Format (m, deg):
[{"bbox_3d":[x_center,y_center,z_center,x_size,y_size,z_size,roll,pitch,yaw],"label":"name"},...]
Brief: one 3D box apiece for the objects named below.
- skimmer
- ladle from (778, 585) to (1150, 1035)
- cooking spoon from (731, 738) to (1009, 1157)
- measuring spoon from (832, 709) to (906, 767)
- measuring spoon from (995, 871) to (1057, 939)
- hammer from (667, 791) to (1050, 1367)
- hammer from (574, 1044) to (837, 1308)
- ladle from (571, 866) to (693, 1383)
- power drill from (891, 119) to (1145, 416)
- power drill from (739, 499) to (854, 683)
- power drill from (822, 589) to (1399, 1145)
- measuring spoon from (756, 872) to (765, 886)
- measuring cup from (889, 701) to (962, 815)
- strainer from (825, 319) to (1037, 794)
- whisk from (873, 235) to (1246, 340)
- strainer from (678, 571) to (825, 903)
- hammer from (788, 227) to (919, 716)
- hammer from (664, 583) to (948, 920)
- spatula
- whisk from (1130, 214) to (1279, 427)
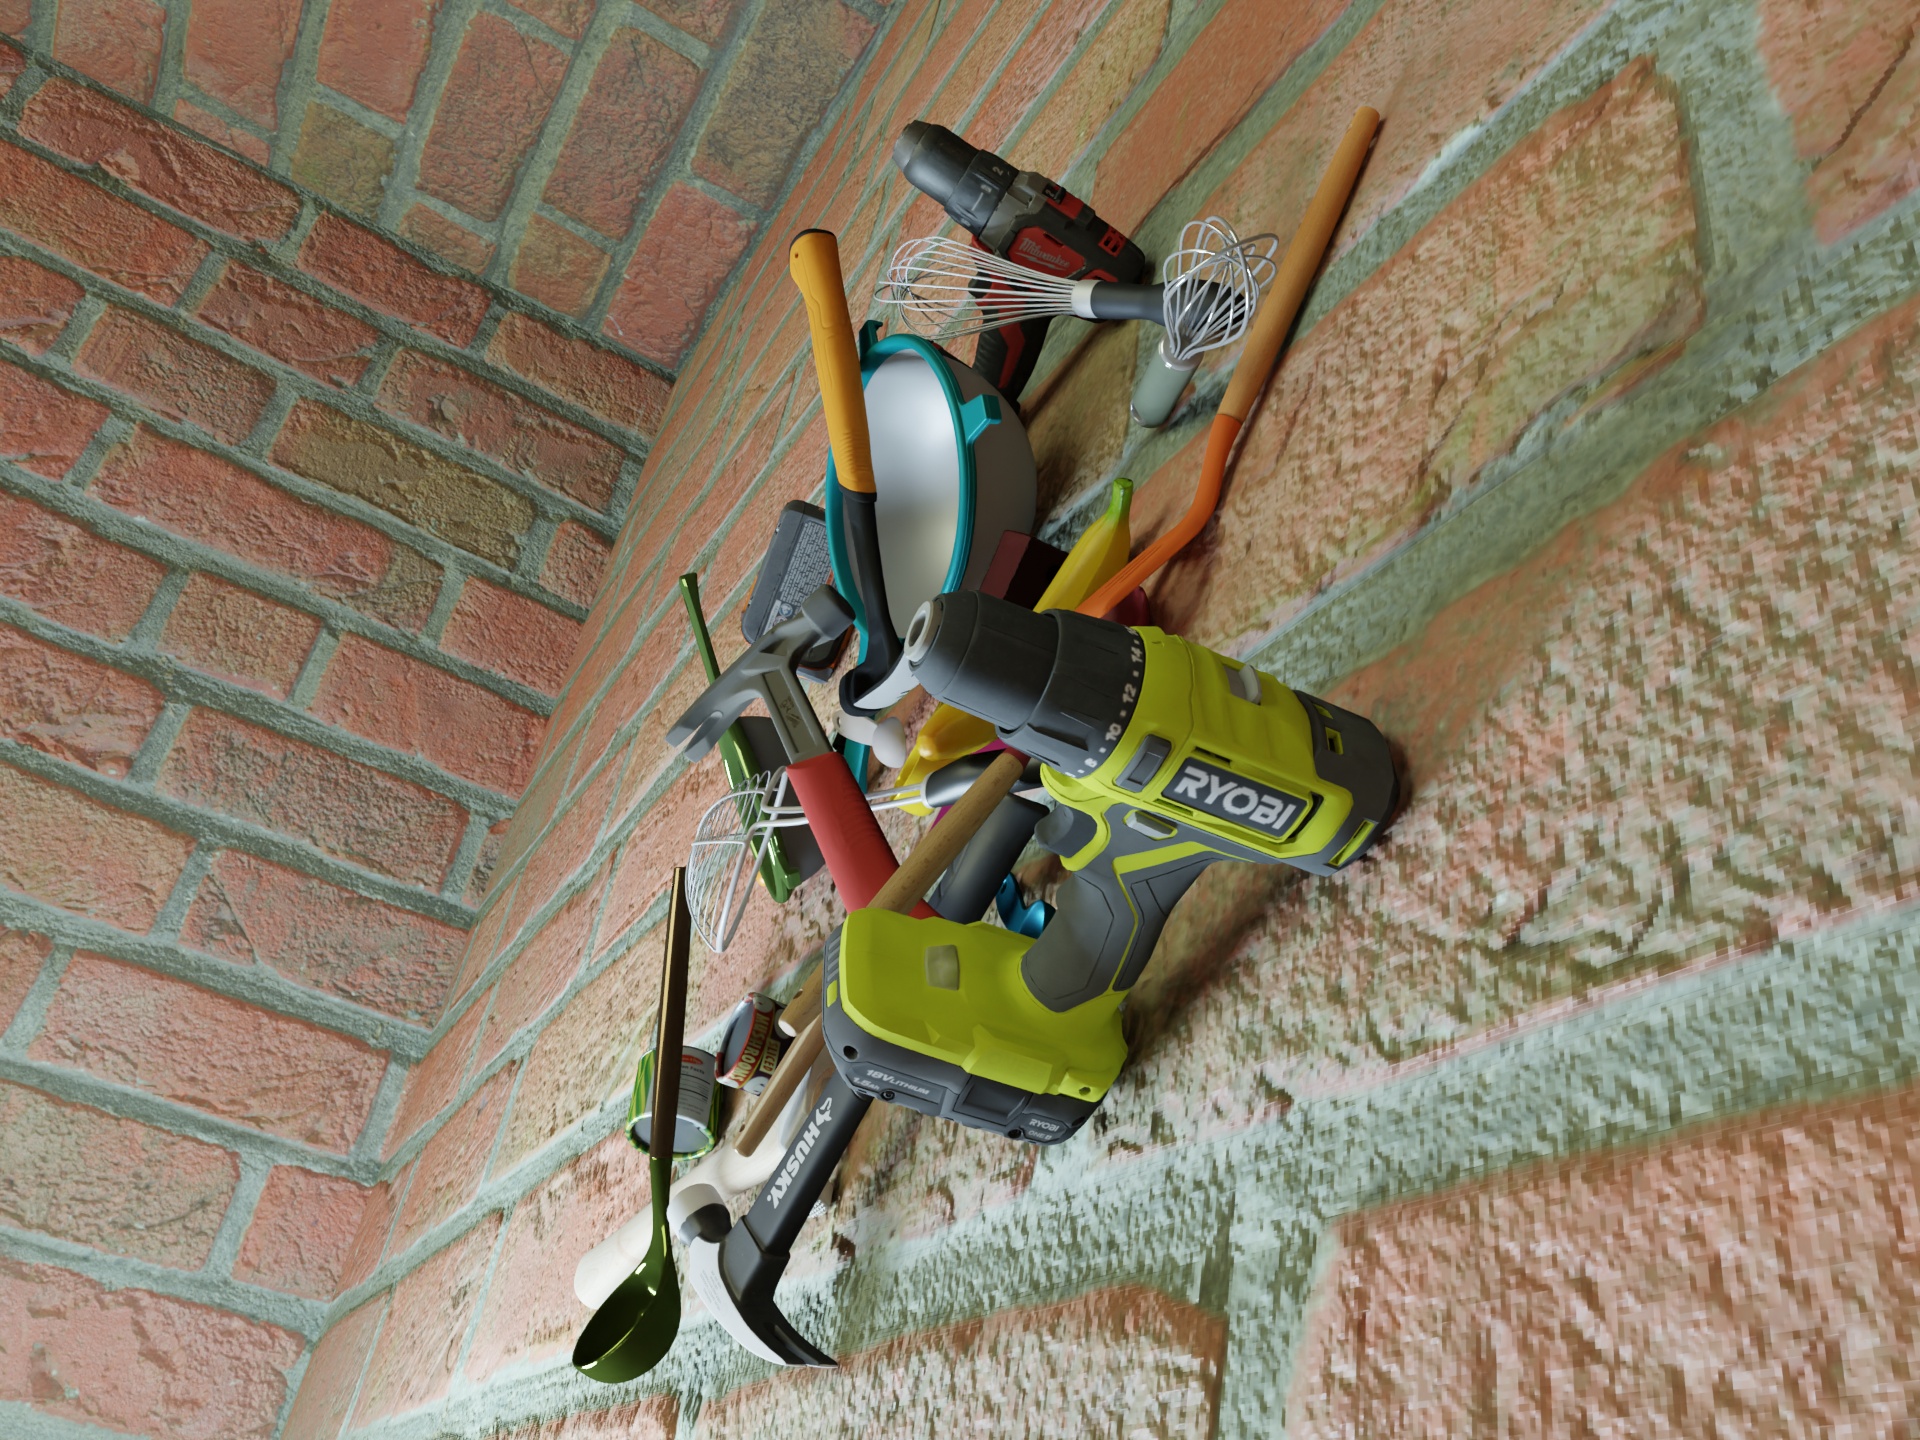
[{"bbox_3d":[-0.042,0.065,0.951,0.363,0.090,0.127,-14,46,41],"label":"skimmer"},{"bbox_3d":[0.011,0.037,0.783,0.315,0.031,0.069,-48,13,-34],"label":"ladle"},{"bbox_3d":[-0.044,0.118,0.942,0.319,0.017,0.069,-58,20,-6],"label":"cooking spoon"},{"bbox_3d":[-0.069,0.009,1.094,0.124,0.018,0.034,17,111,62],"label":"measuring spoon"},{"bbox_3d":[0.037,0.103,0.825,0.129,0.021,0.042,-120,51,-77],"label":"measuring spoon"},{"bbox_3d":[-0.046,0.182,0.841,0.146,0.035,0.334,41,104,49],"label":"hammer"},{"bbox_3d":[-0.177,0.314,1.085,0.410,0.038,0.146,-45,27,45],"label":"hammer"},{"bbox_3d":[-0.201,0.251,1.015,0.078,0.062,0.320,-22,62,58],"label":"ladle"},{"bbox_3d":[0.001,-0.299,1.137,0.226,0.188,0.080,-50,11,45],"label":"power drill"},{"bbox_3d":[-0.113,-0.115,1.296,0.226,0.084,0.164,173,118,-88],"label":"power drill"},{"bbox_3d":[0.033,0.058,0.630,0.228,0.190,0.080,-58,21,32],"label":"power drill"},{"bbox_3d":[-0.137,0.096,1.273,0.117,0.011,0.021,-49,25,37],"label":"measuring spoon"},{"bbox_3d":[-0.002,-0.003,1.040,0.157,0.029,0.062,-63,7,-32],"label":"measuring cup"},{"bbox_3d":[-0.020,-0.095,1.108,0.211,0.095,0.340,45,132,51],"label":"strainer"},{"bbox_3d":[0.057,-0.266,0.994,0.285,0.070,0.070,16,81,39],"label":"whisk"},{"bbox_3d":[-0.145,0.006,1.188,0.151,0.069,0.256,144,109,-76],"label":"strainer"},{"bbox_3d":[-0.070,-0.179,1.058,0.127,0.034,0.337,-36,61,58],"label":"hammer"},{"bbox_3d":[-0.080,0.050,0.895,0.149,0.036,0.359,-44,34,8],"label":"hammer"},{"bbox_3d":[0.145,-0.185,0.843,0.322,0.041,0.081,-65,8,-4],"label":"spatula"},{"bbox_3d":[0.119,-0.199,0.838,0.059,0.058,0.246,-26,-5,-5],"label":"whisk"}]
